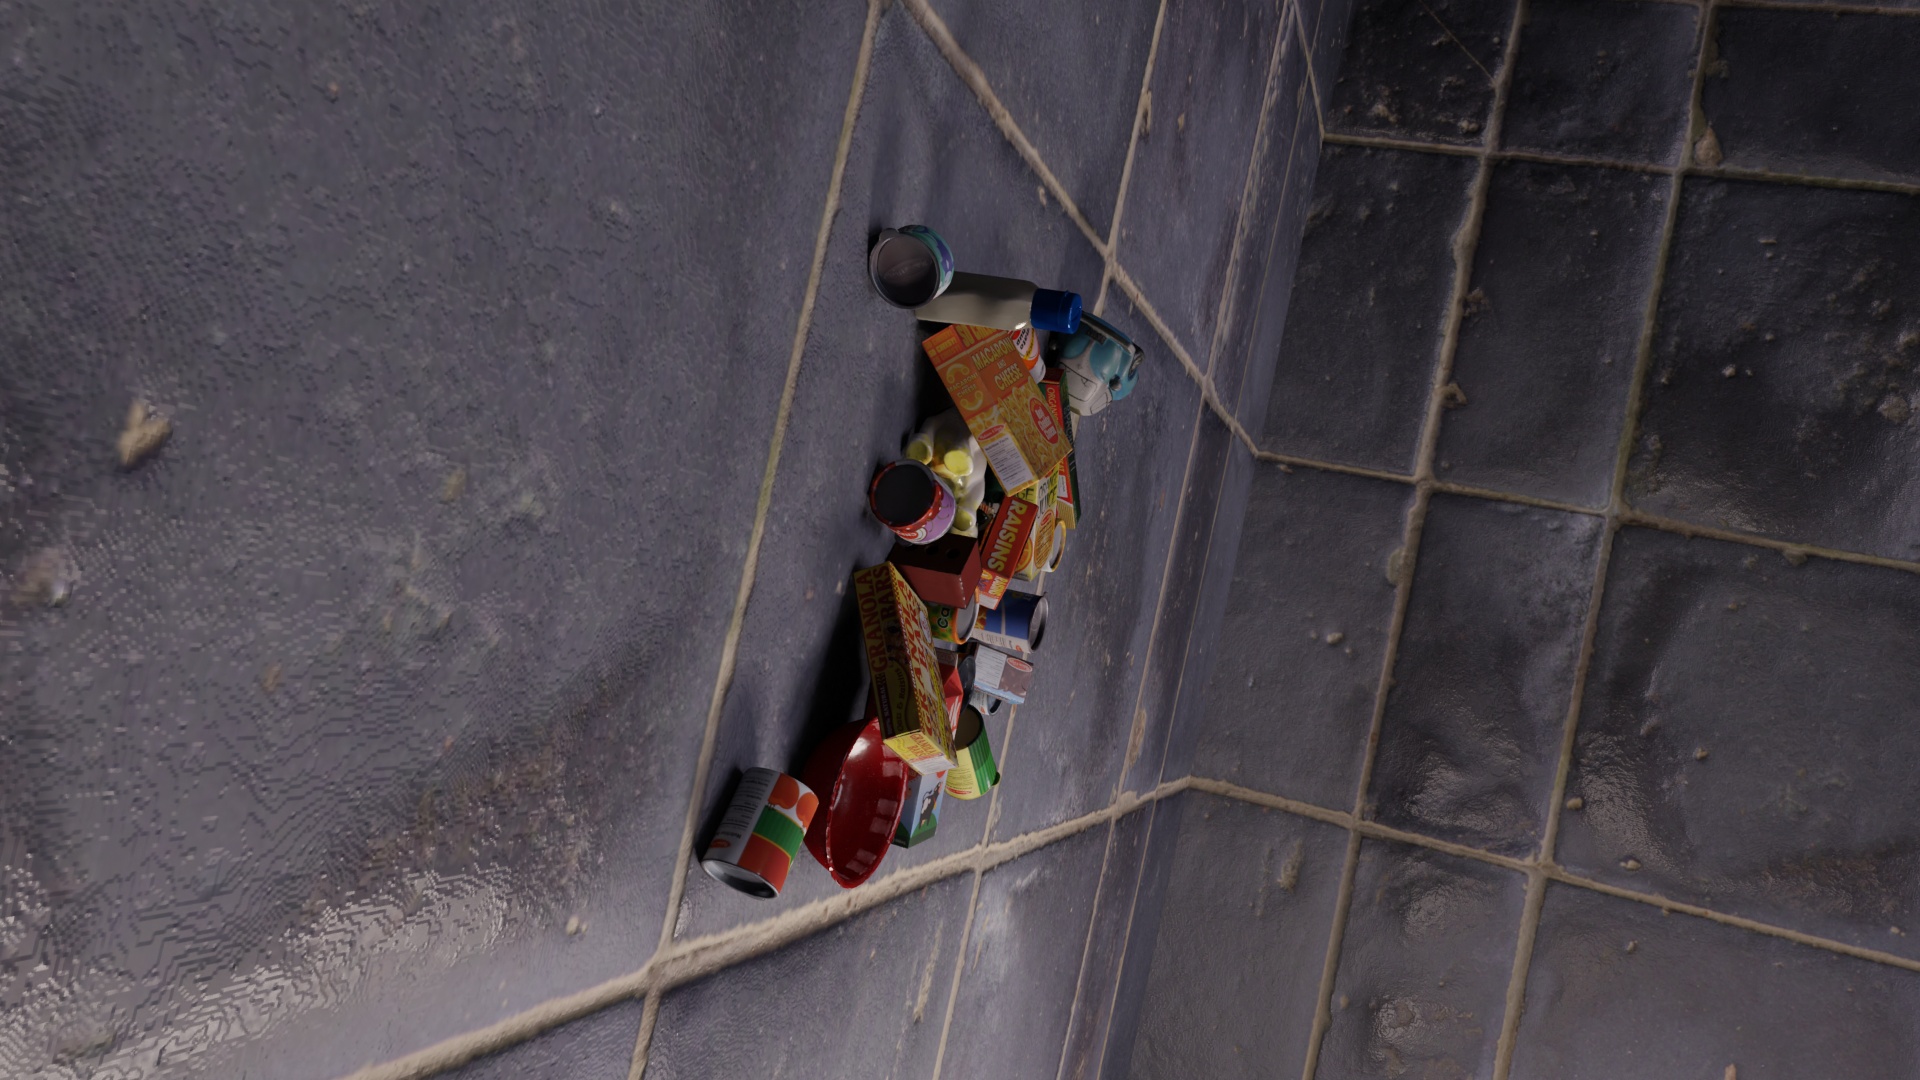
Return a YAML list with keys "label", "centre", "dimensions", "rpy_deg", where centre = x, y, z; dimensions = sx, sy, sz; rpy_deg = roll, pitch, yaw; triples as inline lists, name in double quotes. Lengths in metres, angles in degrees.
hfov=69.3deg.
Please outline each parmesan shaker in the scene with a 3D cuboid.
- label: "parmesan shaker"
  centre: [0.004, 0.232, 1.536]
  dimensions: [0.102, 0.071, 0.072]
  rpy_deg: [77, 31, -49]

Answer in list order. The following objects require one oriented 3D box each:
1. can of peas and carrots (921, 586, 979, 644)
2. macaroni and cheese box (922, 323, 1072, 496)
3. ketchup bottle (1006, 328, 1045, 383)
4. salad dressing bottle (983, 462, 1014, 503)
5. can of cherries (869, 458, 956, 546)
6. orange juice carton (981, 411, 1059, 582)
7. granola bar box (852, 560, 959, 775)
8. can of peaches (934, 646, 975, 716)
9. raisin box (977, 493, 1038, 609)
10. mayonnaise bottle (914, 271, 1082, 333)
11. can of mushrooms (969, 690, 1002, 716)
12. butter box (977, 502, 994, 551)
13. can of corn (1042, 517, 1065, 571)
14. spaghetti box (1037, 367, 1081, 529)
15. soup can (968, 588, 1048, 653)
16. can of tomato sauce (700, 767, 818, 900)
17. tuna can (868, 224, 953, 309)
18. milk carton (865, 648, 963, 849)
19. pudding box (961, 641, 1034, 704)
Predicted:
- label: "can of peas and carrots"
  centre: [-0.020, 0.066, 1.400]
  dimensions: [0.071, 0.059, 0.071]
  rpy_deg: [10, 91, -71]
- label: "macaroni and cheese box"
  centre: [0.037, -0.137, 1.340]
  dimensions: [0.166, 0.040, 0.124]
  rpy_deg: [60, 26, -6]
- label: "ketchup bottle"
  centre: [0.057, -0.211, 1.482]
  dimensions: [0.148, 0.043, 0.065]
  rpy_deg: [50, 52, -66]
- label: "salad dressing bottle"
  centre: [0.041, -0.112, 1.439]
  dimensions: [0.064, 0.044, 0.148]
  rpy_deg: [118, -22, -67]
- label: "can of cherries"
  centre: [-0.044, -0.033, 1.267]
  dimensions: [0.058, 0.071, 0.071]
  rpy_deg: [43, 61, -67]
- label: "orange juice carton"
  centre: [0.064, -0.059, 1.539]
  dimensions: [0.073, 0.072, 0.191]
  rpy_deg: [-44, 141, -58]
- label: "granola bar box"
  centre: [-0.050, 0.119, 1.266]
  dimensions: [0.124, 0.039, 0.166]
  rpy_deg: [57, 18, -61]
- label: "can of peaches"
  centre: [-0.022, 0.145, 1.438]
  dimensions: [0.071, 0.058, 0.071]
  rpy_deg: [10, 91, -71]
- label: "raisin box"
  centre: [0.041, 0.013, 1.431]
  dimensions: [0.123, 0.040, 0.086]
  rpy_deg: [110, 3, -71]
- label: "mayonnaise bottle"
  centre: [0.035, -0.215, 1.261]
  dimensions: [0.065, 0.148, 0.041]
  rpy_deg: [-52, 147, -51]
- label: "can of mushrooms"
  centre: [0.031, 0.169, 1.632]
  dimensions: [0.071, 0.033, 0.071]
  rpy_deg: [10, 91, -70]
- label: "butter box"
  centre: [0.005, -0.018, 1.472]
  dimensions: [0.103, 0.024, 0.053]
  rpy_deg: [23, 80, -70]
- label: "can of corn"
  centre: [0.089, -0.001, 1.662]
  dimensions: [0.071, 0.058, 0.071]
  rpy_deg: [11, 91, -70]
- label: "spaghetti box"
  centre: [0.110, -0.109, 1.672]
  dimensions: [0.248, 0.050, 0.029]
  rpy_deg: [79, 28, -47]
- label: "soup can"
  centre: [0.050, 0.084, 1.564]
  dimensions: [0.071, 0.084, 0.071]
  rpy_deg: [10, 91, -71]
- label: "can of tomato sauce"
  centre: [-0.157, 0.233, 1.102]
  dimensions: [0.071, 0.071, 0.083]
  rpy_deg: [74, 33, -52]
- label: "tuna can"
  centre: [-0.042, -0.232, 1.167]
  dimensions: [0.033, 0.071, 0.070]
  rpy_deg: [-49, 145, -55]
- label: "milk carton"
  centre: [-0.051, 0.196, 1.364]
  dimensions: [0.073, 0.072, 0.190]
  rpy_deg: [5, 96, -70]
- label: "pudding box"
  centre: [0.038, 0.151, 1.579]
  dimensions: [0.084, 0.030, 0.050]
  rpy_deg: [23, 73, -26]
